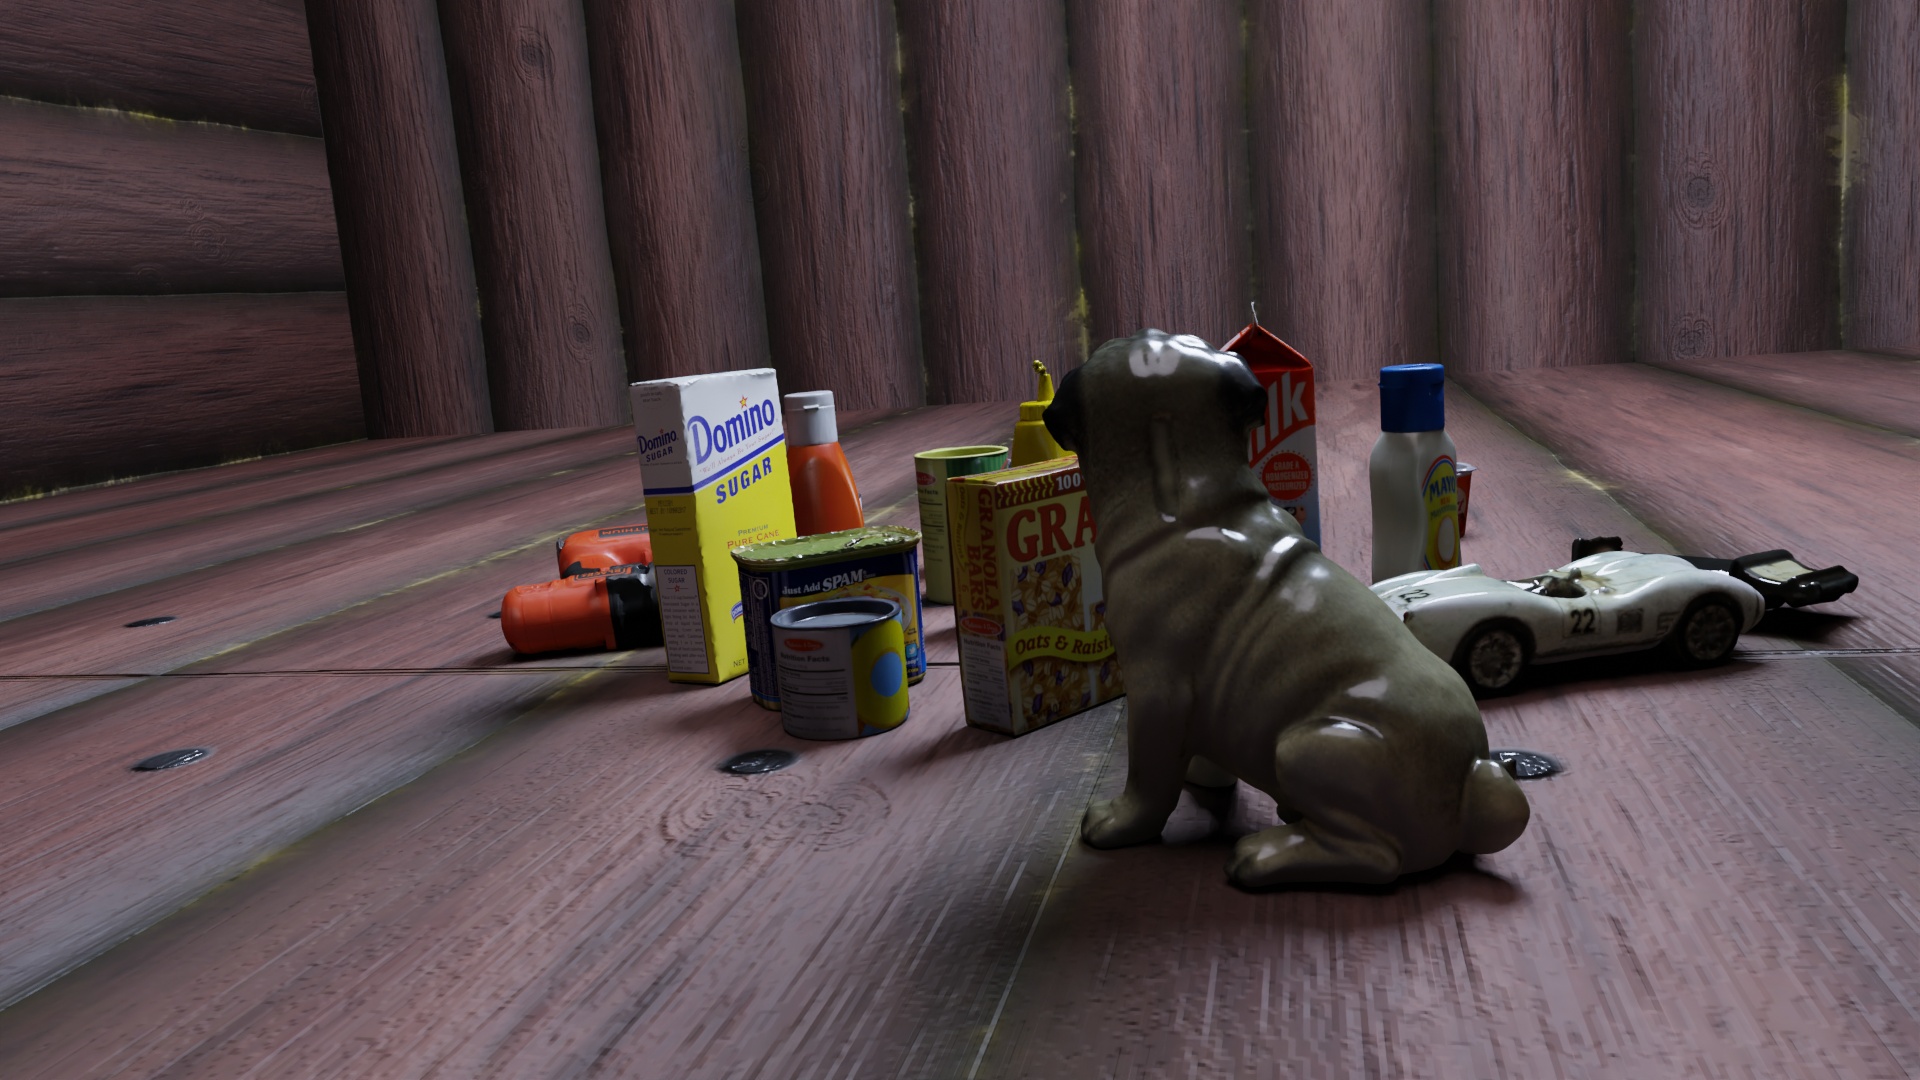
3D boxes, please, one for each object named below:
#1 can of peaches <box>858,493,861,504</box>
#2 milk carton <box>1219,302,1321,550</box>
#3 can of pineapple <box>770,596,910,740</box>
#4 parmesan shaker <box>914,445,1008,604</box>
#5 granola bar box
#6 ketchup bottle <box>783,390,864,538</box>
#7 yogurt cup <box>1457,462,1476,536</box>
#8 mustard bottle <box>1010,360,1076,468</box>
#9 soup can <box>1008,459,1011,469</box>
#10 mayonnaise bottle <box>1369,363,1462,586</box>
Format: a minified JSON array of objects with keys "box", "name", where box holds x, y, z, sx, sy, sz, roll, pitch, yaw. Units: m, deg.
[{"box":[-0.113,-0.007,1.136,0.071,0.058,0.071,-4,9,1],"name":"can of peaches"},{"box":[0.199,-0.062,0.924,0.073,0.190,0.072,-3,9,11],"name":"milk carton"},{"box":[-0.059,0.063,0.705,0.071,0.057,0.071,-4,9,1],"name":"can of pineapple"},{"box":[0.004,-0.012,0.982,0.071,0.103,0.071,-4,9,1],"name":"parmesan shaker"},{"box":[0.068,0.018,0.717,0.166,0.124,0.039,-13,13,-42],"name":"granola bar box"},{"box":[-0.106,-0.036,1.036,0.065,0.148,0.043,-6,9,-10],"name":"ketchup bottle"},{"box":[0.358,-0.030,1.066,0.072,0.054,0.072,-4,10,1],"name":"yogurt cup"},{"box":[0.067,-0.052,1.015,0.049,0.160,0.065,-12,12,-40],"name":"mustard bottle"},{"box":[0.012,-0.019,1.071,0.071,0.083,0.071,-4,9,1],"name":"soup can"},{"box":[0.271,-0.030,0.827,0.065,0.147,0.041,-13,12,-42],"name":"mayonnaise bottle"}]
